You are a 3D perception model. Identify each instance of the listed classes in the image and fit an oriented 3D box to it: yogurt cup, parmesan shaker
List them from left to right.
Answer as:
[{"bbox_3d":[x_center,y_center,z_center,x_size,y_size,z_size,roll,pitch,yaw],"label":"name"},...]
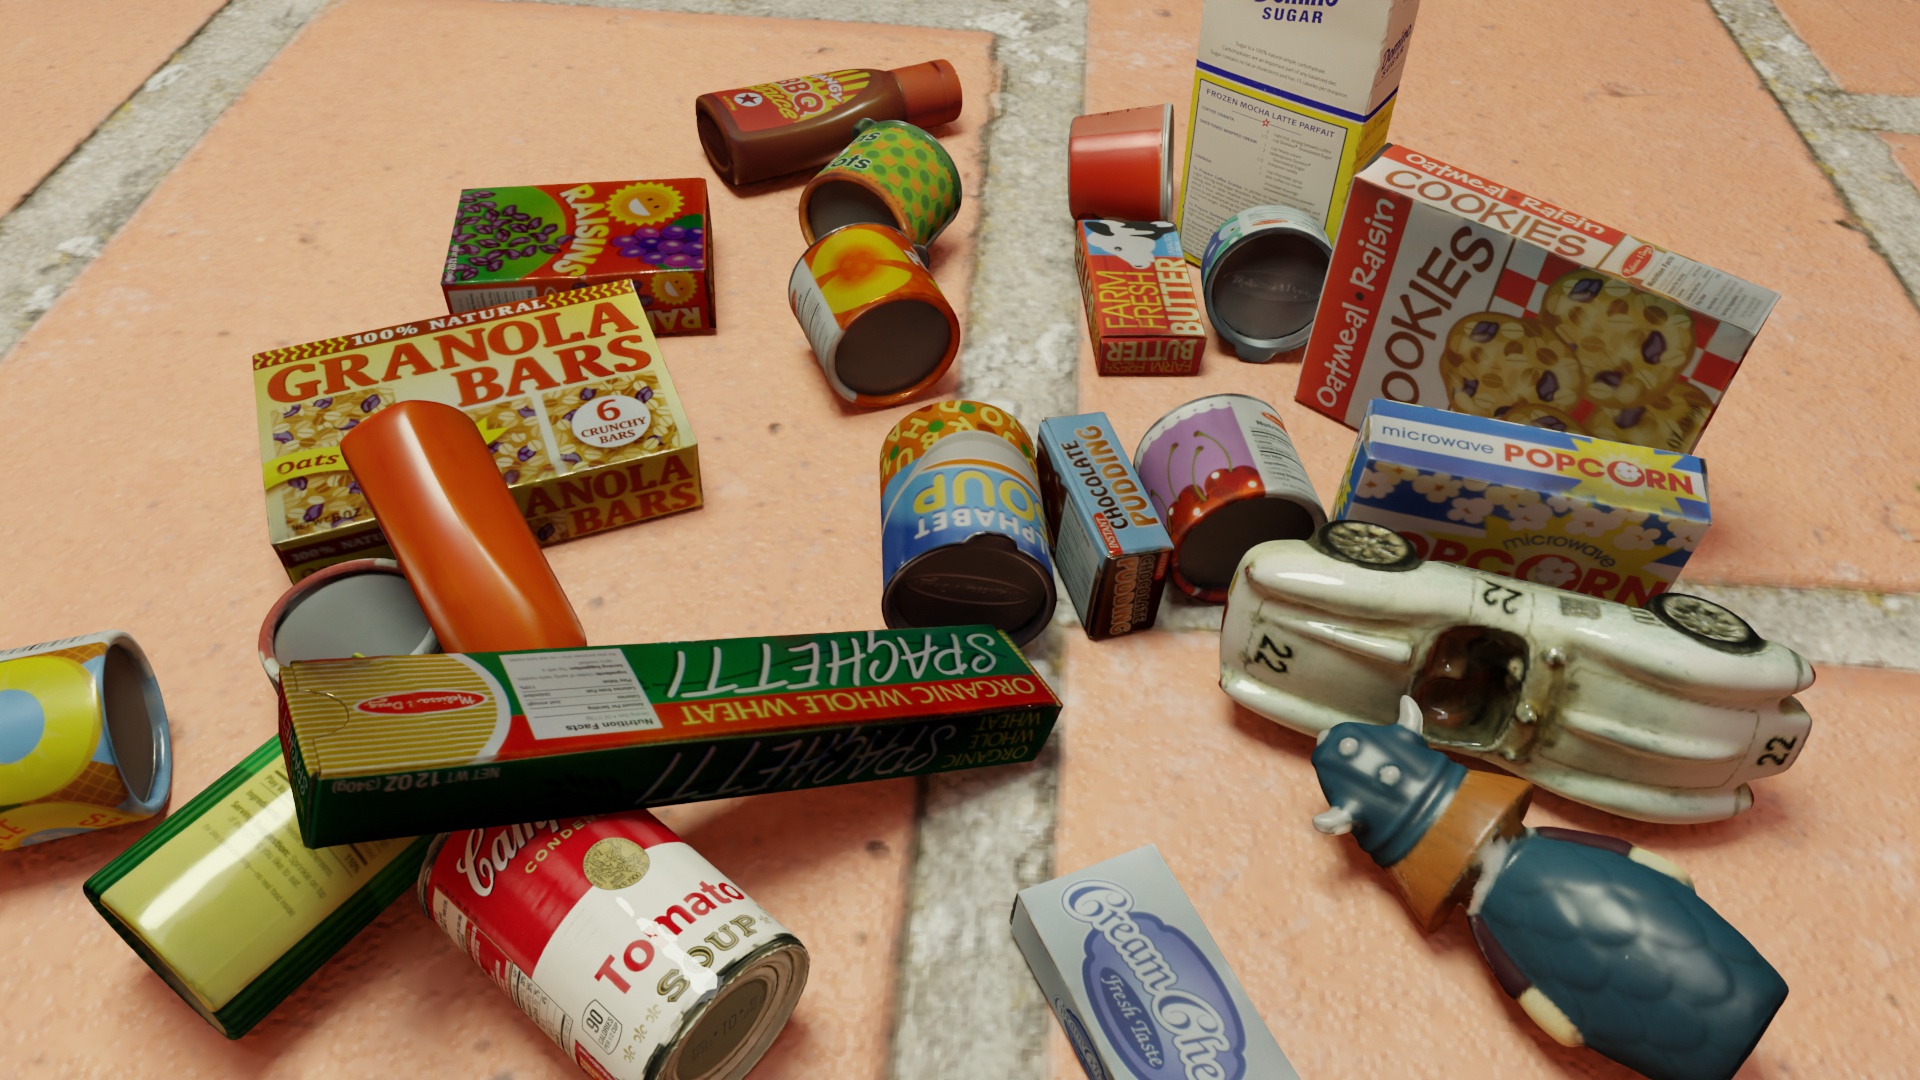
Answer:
[{"bbox_3d":[-0.209,0.094,0.439,0.071,0.071,0.103,28,51,22],"label":"parmesan shaker"},{"bbox_3d":[0.087,-0.201,0.750,0.054,0.072,0.073,2,45,10],"label":"yogurt cup"}]

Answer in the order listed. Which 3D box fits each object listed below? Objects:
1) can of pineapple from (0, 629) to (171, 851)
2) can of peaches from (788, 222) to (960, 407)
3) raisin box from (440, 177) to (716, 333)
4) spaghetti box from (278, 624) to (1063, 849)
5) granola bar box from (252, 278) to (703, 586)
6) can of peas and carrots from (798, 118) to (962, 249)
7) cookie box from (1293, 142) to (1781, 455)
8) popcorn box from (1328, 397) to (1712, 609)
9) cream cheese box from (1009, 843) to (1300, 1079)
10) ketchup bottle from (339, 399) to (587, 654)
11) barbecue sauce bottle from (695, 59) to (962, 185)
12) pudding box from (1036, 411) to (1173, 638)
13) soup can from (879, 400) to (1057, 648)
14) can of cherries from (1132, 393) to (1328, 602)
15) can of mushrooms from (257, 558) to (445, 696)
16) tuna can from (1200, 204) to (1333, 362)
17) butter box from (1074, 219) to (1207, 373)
[{"bbox_3d":[-0.304,0.069,0.461,0.058,0.070,0.071,-12,47,-15],"label":"can of pineapple"},{"bbox_3d":[-0.038,-0.105,0.644,0.071,0.070,0.058,-14,48,-16],"label":"can of peaches"},{"bbox_3d":[-0.186,-0.139,0.690,0.123,0.039,0.086,-5,45,-6],"label":"raisin box"},{"bbox_3d":[-0.079,0.057,0.445,0.251,0.028,0.050,0,33,-35],"label":"spaghetti box"},{"bbox_3d":[-0.208,-0.048,0.598,0.166,0.038,0.125,-15,49,-17],"label":"granola bar box"},{"bbox_3d":[-0.042,-0.173,0.710,0.071,0.070,0.059,20,48,16],"label":"can of peas and carrots"},{"bbox_3d":[0.237,-0.082,0.599,0.168,0.122,0.040,31,51,25],"label":"cookie box"},{"bbox_3d":[0.212,-0.003,0.546,0.127,0.084,0.038,12,47,7],"label":"popcorn box"},{"bbox_3d":[0.062,0.148,0.431,0.053,0.024,0.104,-16,49,-20],"label":"cream cheese box"},{"bbox_3d":[-0.165,0.022,0.496,0.043,0.064,0.149,-32,76,0],"label":"ketchup bottle"},{"bbox_3d":[-0.072,-0.244,0.796,0.149,0.043,0.065,-19,49,-21],"label":"barbecue sauce bottle"},{"bbox_3d":[0.055,-0.008,0.567,0.030,0.049,0.084,-9,47,-13],"label":"pudding box"},{"bbox_3d":[0.002,-0.007,0.548,0.071,0.071,0.084,-1,45,-4],"label":"soup can"},{"bbox_3d":[0.108,-0.015,0.569,0.071,0.071,0.059,-5,47,-8],"label":"can of cherries"},{"bbox_3d":[-0.223,0.040,0.515,0.071,0.033,0.071,2,46,-2],"label":"can of mushrooms"},{"bbox_3d":[0.150,-0.125,0.677,0.071,0.070,0.033,5,34,2],"label":"tuna can"},{"bbox_3d":[0.089,-0.125,0.701,0.053,0.024,0.104,0,46,-4],"label":"butter box"}]
